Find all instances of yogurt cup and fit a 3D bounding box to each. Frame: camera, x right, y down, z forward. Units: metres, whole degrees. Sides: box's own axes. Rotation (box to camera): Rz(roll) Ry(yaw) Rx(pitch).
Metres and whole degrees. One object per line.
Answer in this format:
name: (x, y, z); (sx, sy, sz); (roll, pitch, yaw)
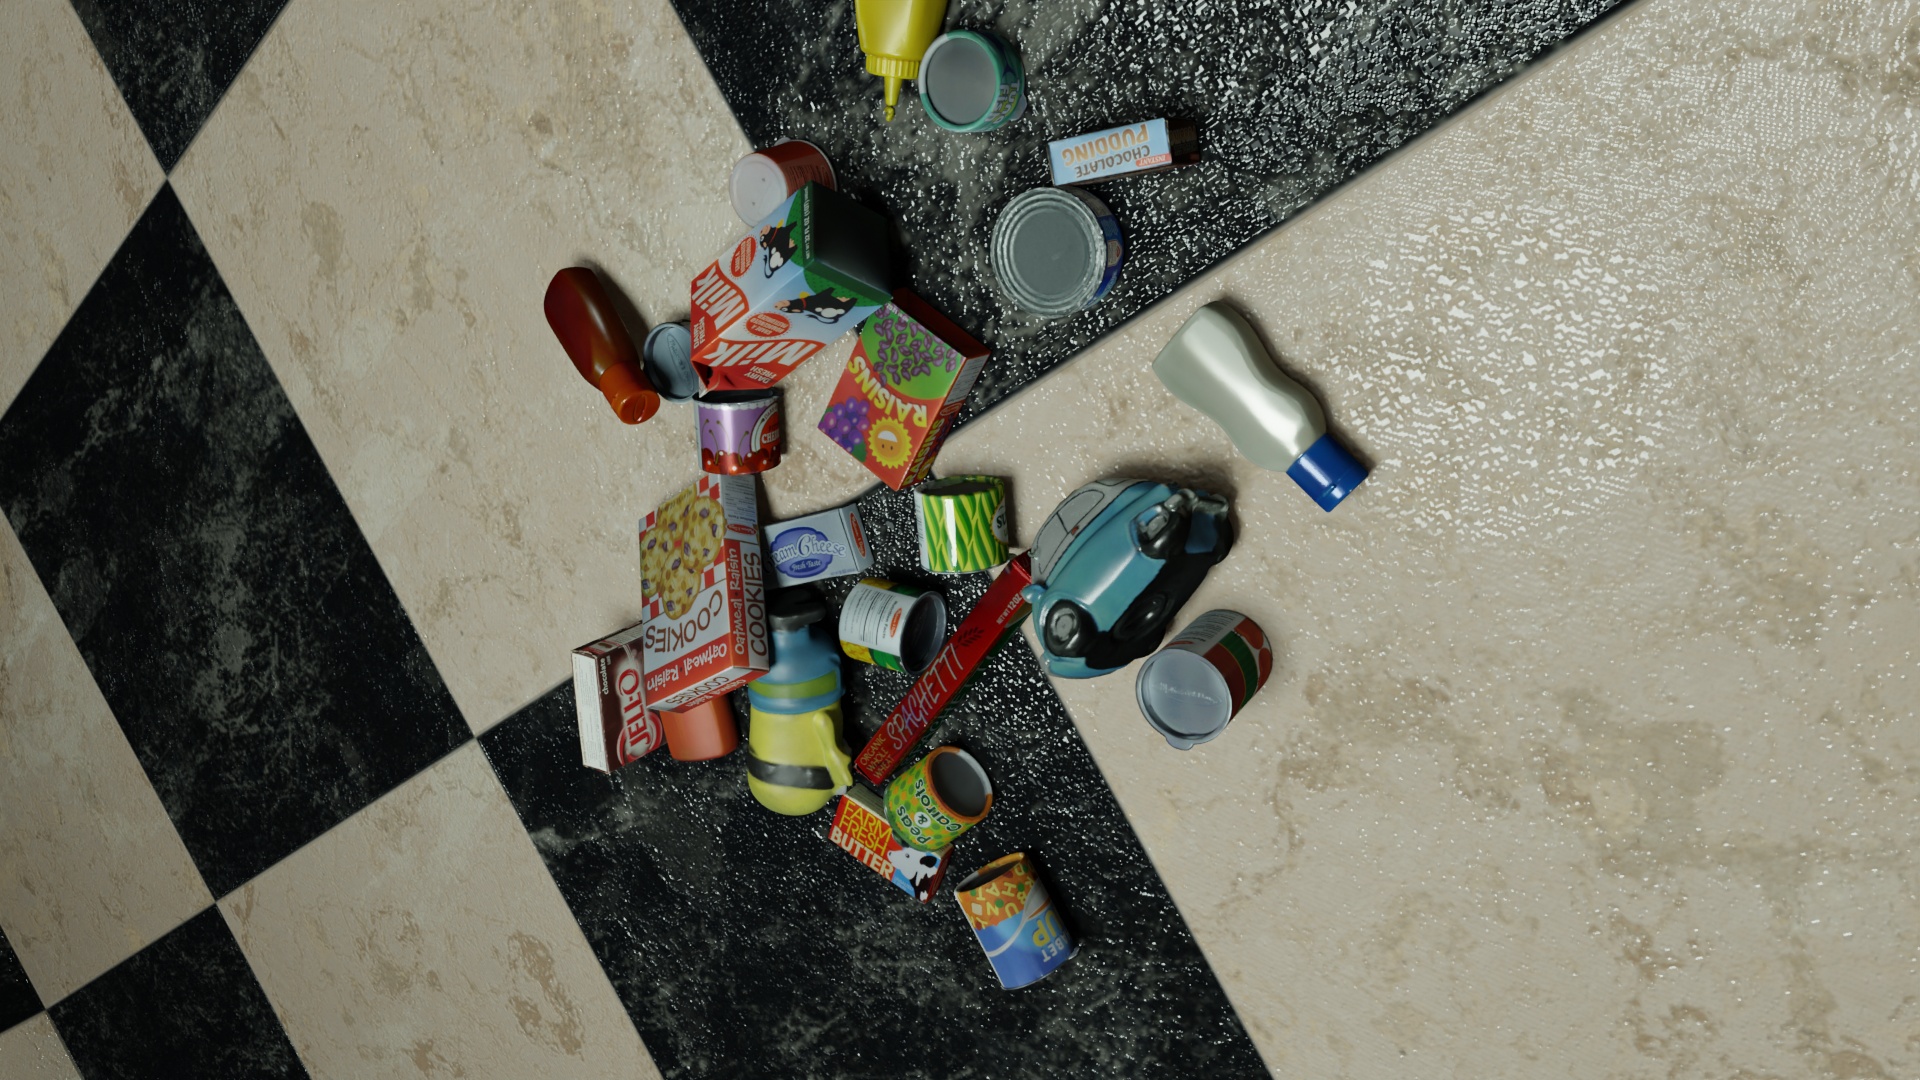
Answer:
yogurt cup: (-0.132, -0.258, 1.019); (0.072, 0.054, 0.072); (11, 112, 28)

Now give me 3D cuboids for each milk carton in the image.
milk carton: (-0.139, -0.174, 1.019); (0.190, 0.073, 0.072); (-27, 56, 40)

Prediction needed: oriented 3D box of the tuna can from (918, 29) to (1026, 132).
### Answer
tuna can: (0.009, -0.305, 0.929); (0.071, 0.033, 0.070); (11, 111, 29)

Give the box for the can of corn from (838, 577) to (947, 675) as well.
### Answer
can of corn: (-0.050, 0.066, 1.068); (0.058, 0.071, 0.071); (13, 112, 29)

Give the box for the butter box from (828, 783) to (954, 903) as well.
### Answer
butter box: (-0.058, 0.251, 1.156); (0.103, 0.024, 0.053); (29, 118, 21)

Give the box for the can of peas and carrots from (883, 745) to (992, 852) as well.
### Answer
can of peas and carrots: (-0.018, 0.203, 1.087); (0.058, 0.071, 0.071); (-42, 82, 34)

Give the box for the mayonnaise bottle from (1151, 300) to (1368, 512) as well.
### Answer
mayonnaise bottle: (0.193, -0.082, 0.883); (0.148, 0.041, 0.064); (47, 125, 10)

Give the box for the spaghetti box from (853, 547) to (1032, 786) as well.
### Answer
spaghetti box: (-0.004, 0.098, 1.057); (0.029, 0.050, 0.248); (45, 123, 13)

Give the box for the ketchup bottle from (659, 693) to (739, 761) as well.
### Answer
ketchup bottle: (-0.240, 0.117, 1.214); (0.064, 0.044, 0.148); (-8, 101, 27)

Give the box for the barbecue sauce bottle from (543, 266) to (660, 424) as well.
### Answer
barbecue sauce bottle: (-0.292, -0.155, 1.131); (0.149, 0.044, 0.064); (53, 136, 30)

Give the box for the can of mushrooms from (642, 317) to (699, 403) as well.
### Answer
can of mushrooms: (-0.223, -0.145, 1.125); (0.071, 0.033, 0.070); (11, 111, 28)

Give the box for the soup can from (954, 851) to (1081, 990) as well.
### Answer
soup can: (0.045, 0.294, 1.081); (0.071, 0.071, 0.084); (-28, 90, 35)

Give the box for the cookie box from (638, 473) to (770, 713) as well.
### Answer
cookie box: (-0.209, 0.043, 1.123); (0.122, 0.040, 0.168); (-26, 62, 40)

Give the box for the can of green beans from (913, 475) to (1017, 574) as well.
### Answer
can of green beans: (0.001, -0.012, 1.008); (0.071, 0.071, 0.057); (4, 107, 31)

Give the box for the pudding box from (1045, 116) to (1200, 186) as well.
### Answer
pudding box: (0.103, -0.246, 0.879); (0.083, 0.050, 0.030); (-2, 103, 32)

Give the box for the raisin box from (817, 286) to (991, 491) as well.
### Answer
raisin box: (-0.043, -0.111, 1.021); (0.086, 0.040, 0.122); (38, 120, 16)

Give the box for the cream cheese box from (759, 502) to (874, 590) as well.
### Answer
cream cheese box: (-0.122, 0.006, 1.116); (0.103, 0.024, 0.053); (-12, 99, 34)

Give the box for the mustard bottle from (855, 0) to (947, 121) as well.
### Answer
mustard bottle: (-0.040, -0.364, 0.931); (0.065, 0.049, 0.159); (20, 116, 26)

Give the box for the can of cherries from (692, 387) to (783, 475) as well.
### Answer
can of cherries: (-0.173, -0.087, 1.093); (0.071, 0.072, 0.058); (9, 111, 29)

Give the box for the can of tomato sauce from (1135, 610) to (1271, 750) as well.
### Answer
can of tomato sauce: (0.165, 0.092, 0.930); (0.071, 0.083, 0.071); (11, 111, 29)
